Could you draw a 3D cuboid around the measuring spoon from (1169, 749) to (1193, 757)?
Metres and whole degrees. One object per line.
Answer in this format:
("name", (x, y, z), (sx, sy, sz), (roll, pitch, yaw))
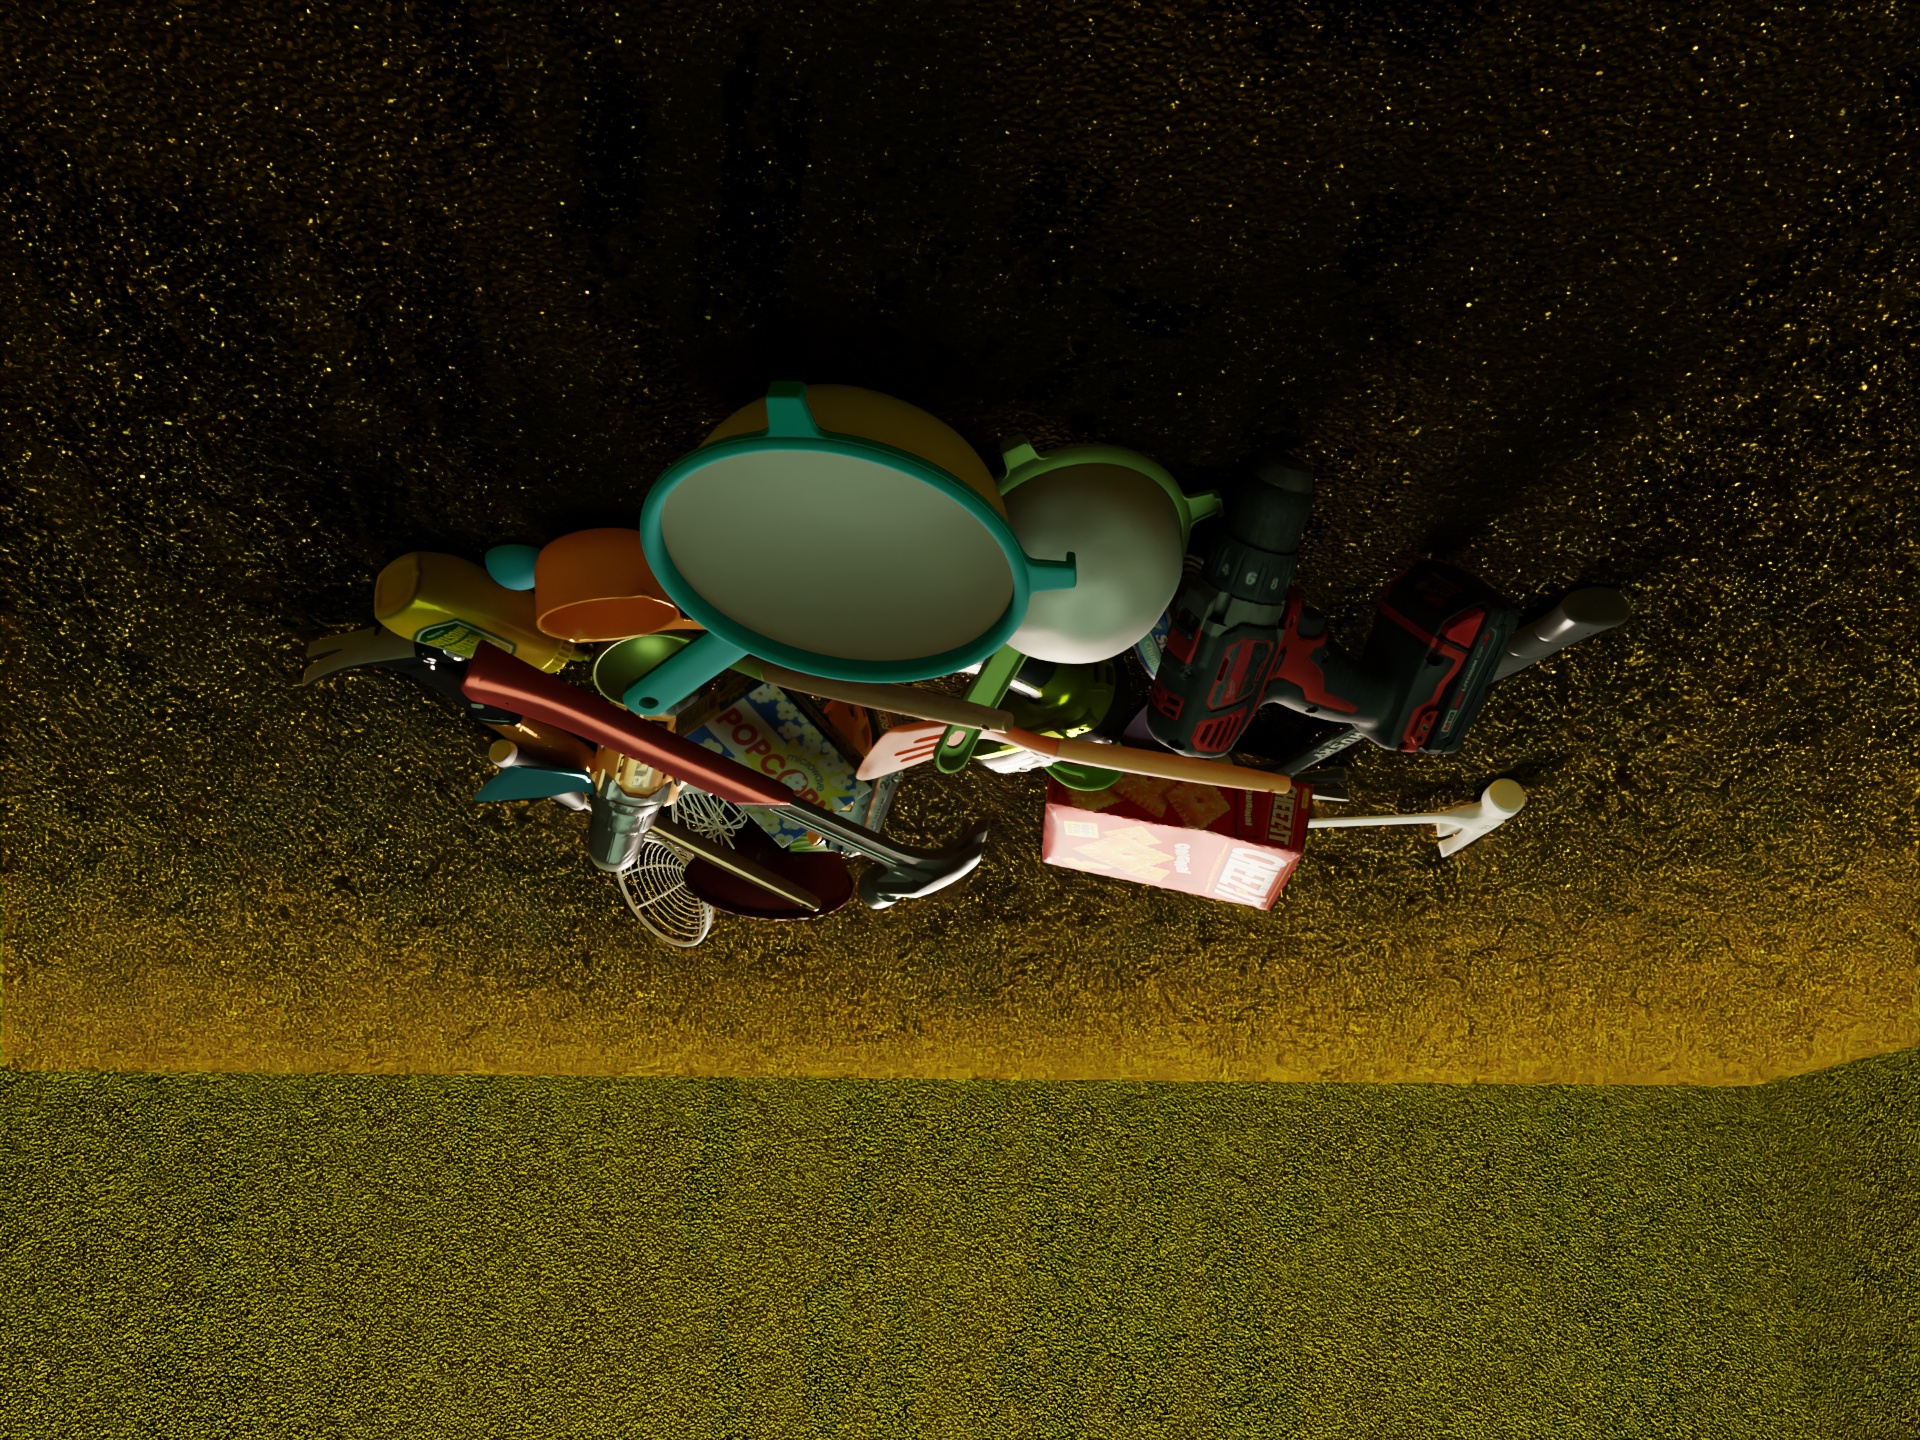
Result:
("measuring spoon", (0.186, 0.033, 1.389), (0.034, 0.018, 0.124), (9, 150, -11))

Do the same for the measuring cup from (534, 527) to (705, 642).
("measuring cup", (-0.190, -0.086, 1.021), (0.173, 0.052, 0.095), (0, 165, -40))

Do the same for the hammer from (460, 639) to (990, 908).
("hammer", (-0.160, 0.034, 1.077), (0.358, 0.037, 0.149), (27, 147, -22))

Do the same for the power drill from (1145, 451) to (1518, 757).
("power drill", (0.232, -0.065, 0.982), (0.226, 0.080, 0.187), (3, 117, -29))

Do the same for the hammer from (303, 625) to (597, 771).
("hammer", (-0.360, 0.003, 1.257), (0.127, 0.034, 0.336), (-9, 157, 17))

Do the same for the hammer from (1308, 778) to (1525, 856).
("hammer", (0.311, 0.101, 1.504), (0.405, 0.035, 0.144), (-2, 159, -5))

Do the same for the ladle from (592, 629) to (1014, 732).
("ladle", (-0.110, -0.017, 1.036), (0.320, 0.062, 0.078), (12, 153, 31))

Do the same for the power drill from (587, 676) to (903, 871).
("power drill", (-0.173, 0.049, 1.230), (0.226, 0.084, 0.185), (8, 123, -22))

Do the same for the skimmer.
("skimmer", (-0.339, 0.119, 1.477), (0.127, 0.090, 0.363), (24, 168, 28))

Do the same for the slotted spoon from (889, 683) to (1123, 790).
("slotted spoon", (-0.002, -0.004, 1.222), (0.313, 0.070, 0.031), (18, 143, -31))

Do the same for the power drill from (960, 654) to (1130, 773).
("power drill", (-0.005, -0.038, 1.109), (0.190, 0.080, 0.228), (-17, 151, 33))

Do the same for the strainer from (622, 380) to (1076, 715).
("strainer", (-0.100, -0.095, 0.918), (0.210, 0.095, 0.340), (28, 145, -28))

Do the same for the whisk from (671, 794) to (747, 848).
("whisk", (-0.230, 0.039, 1.333), (0.070, 0.070, 0.284), (-2, 154, 4))

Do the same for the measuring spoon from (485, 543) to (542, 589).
("measuring spoon", (-0.257, -0.084, 1.053), (0.042, 0.021, 0.128), (-17, 154, 35))

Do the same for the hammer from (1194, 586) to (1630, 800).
("hammer", (0.355, -0.010, 1.250), (0.149, 0.036, 0.409), (8, 157, -25))

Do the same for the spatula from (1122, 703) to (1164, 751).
("spatula", (0.143, 0.042, 1.397), (0.059, 0.018, 0.315), (4, 157, -13))

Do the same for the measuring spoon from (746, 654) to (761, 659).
("measuring spoon", (-0.104, -0.046, 1.178), (0.117, 0.011, 0.021), (-3, 156, -3))

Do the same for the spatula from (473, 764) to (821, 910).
("spatula", (-0.253, 0.104, 1.358), (0.317, 0.044, 0.082), (30, 141, -26))

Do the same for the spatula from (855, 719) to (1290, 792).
("spatula", (0.088, 0.031, 1.115), (0.322, 0.041, 0.081), (9, 151, -17))

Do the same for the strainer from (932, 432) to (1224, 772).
("strainer", (0.048, -0.045, 0.960), (0.151, 0.069, 0.256), (11, 128, -26))
